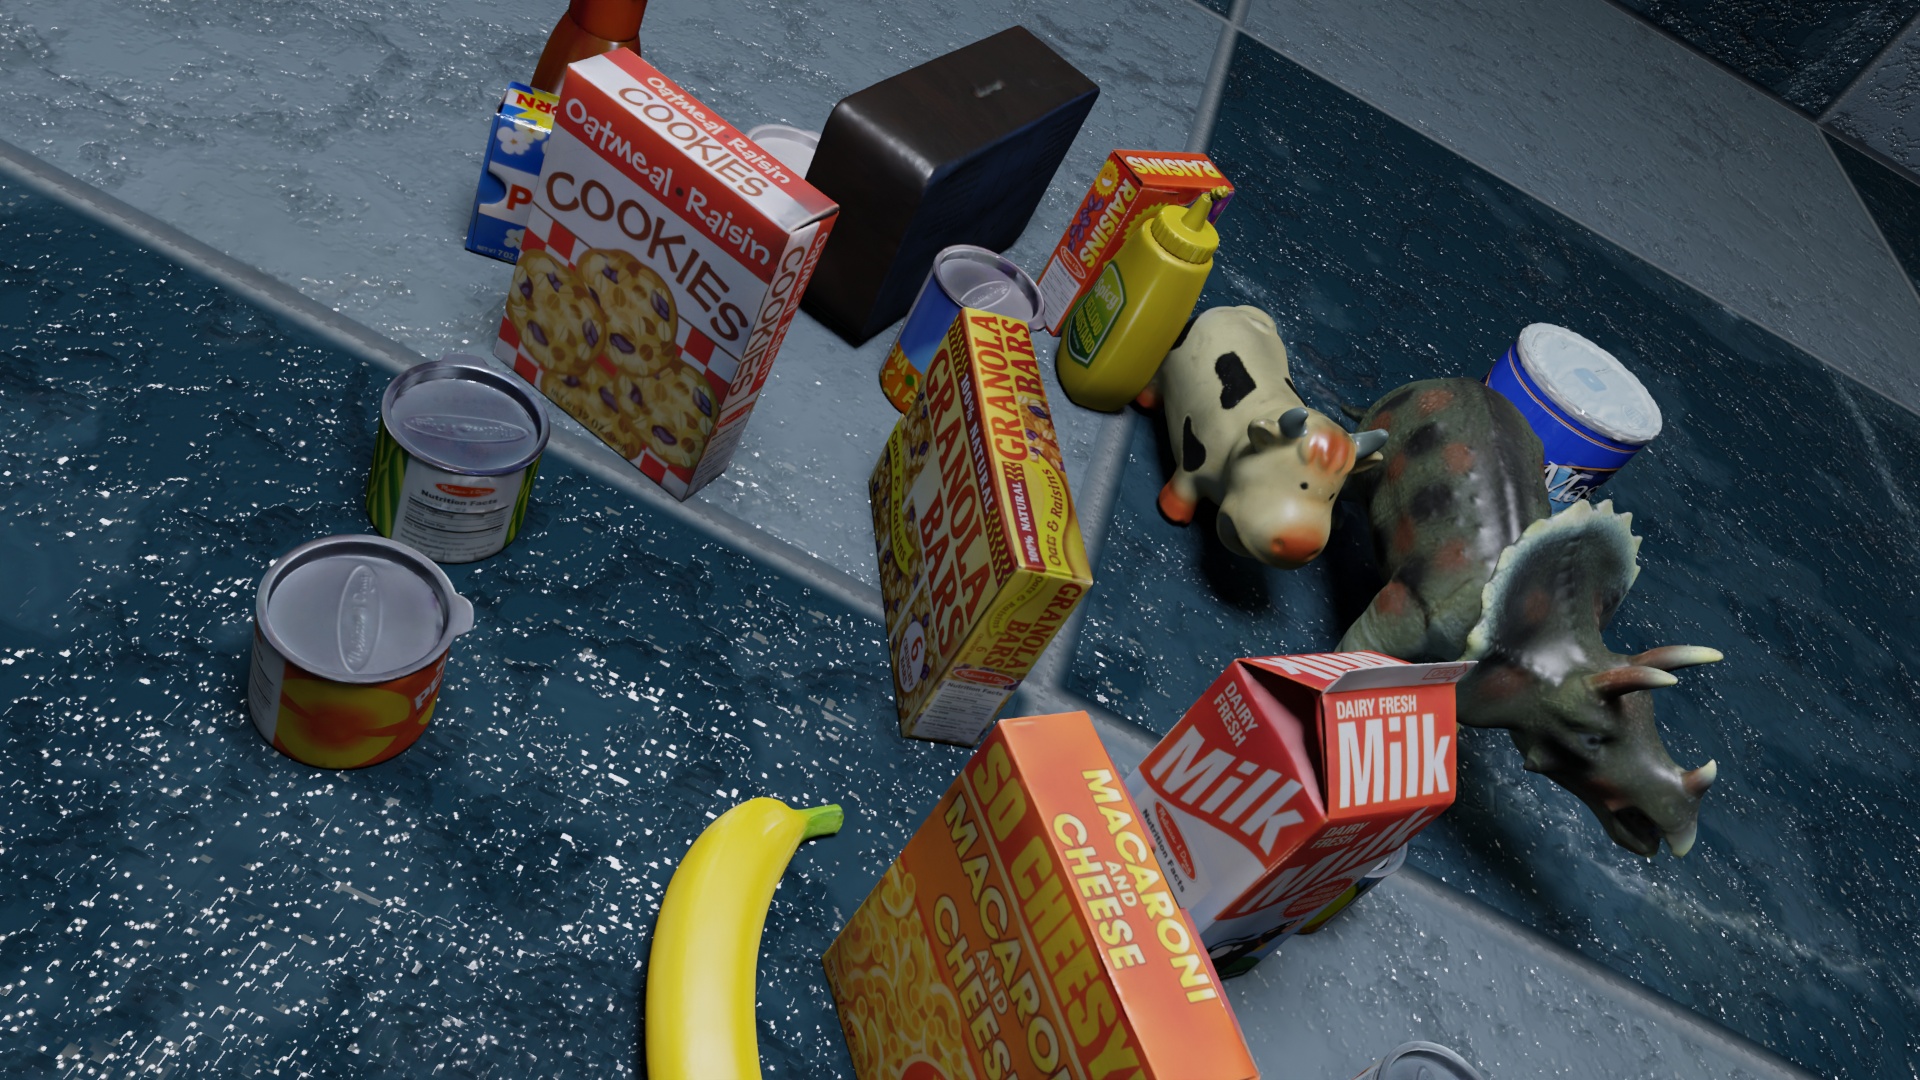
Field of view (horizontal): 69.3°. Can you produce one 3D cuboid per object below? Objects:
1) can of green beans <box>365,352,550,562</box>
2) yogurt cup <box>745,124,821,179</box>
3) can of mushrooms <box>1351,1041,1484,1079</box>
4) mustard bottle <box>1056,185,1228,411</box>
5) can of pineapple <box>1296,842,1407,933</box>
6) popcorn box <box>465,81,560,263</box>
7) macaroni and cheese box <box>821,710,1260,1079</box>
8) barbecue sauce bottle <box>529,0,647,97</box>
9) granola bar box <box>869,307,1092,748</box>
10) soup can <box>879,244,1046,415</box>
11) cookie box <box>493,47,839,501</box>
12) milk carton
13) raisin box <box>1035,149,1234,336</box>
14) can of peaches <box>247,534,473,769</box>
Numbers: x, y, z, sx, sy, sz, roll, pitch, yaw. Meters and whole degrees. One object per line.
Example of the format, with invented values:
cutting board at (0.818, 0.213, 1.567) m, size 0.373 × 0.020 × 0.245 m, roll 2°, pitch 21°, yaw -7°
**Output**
can of green beans at (-0.213, -0.033, 0.587) m, size 0.071 × 0.057 × 0.071 m, roll 17°, pitch 42°, yaw -16°
yogurt cup at (-0.105, -0.207, 0.832) m, size 0.072 × 0.053 × 0.073 m, roll 17°, pitch 42°, yaw -16°
can of mushrooms at (0.195, 0.247, 0.577) m, size 0.071 × 0.033 × 0.071 m, roll 17°, pitch 42°, yaw -16°
mustard bottle at (0.111, -0.149, 0.826) m, size 0.049 × 0.159 × 0.065 m, roll 9°, pitch 45°, yaw -25°
can of pineapple at (0.162, 0.139, 0.646) m, size 0.071 × 0.057 × 0.071 m, roll 17°, pitch 42°, yaw -16°
popcorn box at (-0.184, -0.176, 0.727) m, size 0.127 × 0.084 × 0.038 m, roll 15°, pitch 43°, yaw -19°
macaroni and cheese box at (0.015, 0.153, 0.458) m, size 0.040 × 0.165 × 0.124 m, roll 0°, pitch 50°, yaw -32°
barbecue sauce bottle at (-0.198, -0.243, 0.738) m, size 0.044 × 0.147 × 0.065 m, roll 42°, pitch 41°, yaw 12°
granola bar box at (0.002, -0.008, 0.645) m, size 0.039 × 0.123 × 0.166 m, roll 11°, pitch 44°, yaw -23°
soup can at (0.001, -0.110, 0.778) m, size 0.071 × 0.083 × 0.072 m, roll 17°, pitch 42°, yaw -16°
cookie box at (-0.139, -0.117, 0.633) m, size 0.123 × 0.166 × 0.040 m, roll 38°, pitch 41°, yaw 7°
milk carton at (0.123, 0.105, 0.555) m, size 0.072 × 0.189 × 0.074 m, roll 0°, pitch 50°, yaw -32°
raisin box at (0.108, -0.189, 0.892) m, size 0.086 × 0.122 × 0.040 m, roll -9°, pitch 55°, yaw -37°
can of peaches at (-0.220, 0.041, 0.508) m, size 0.071 × 0.057 × 0.071 m, roll 17°, pitch 42°, yaw -16°
